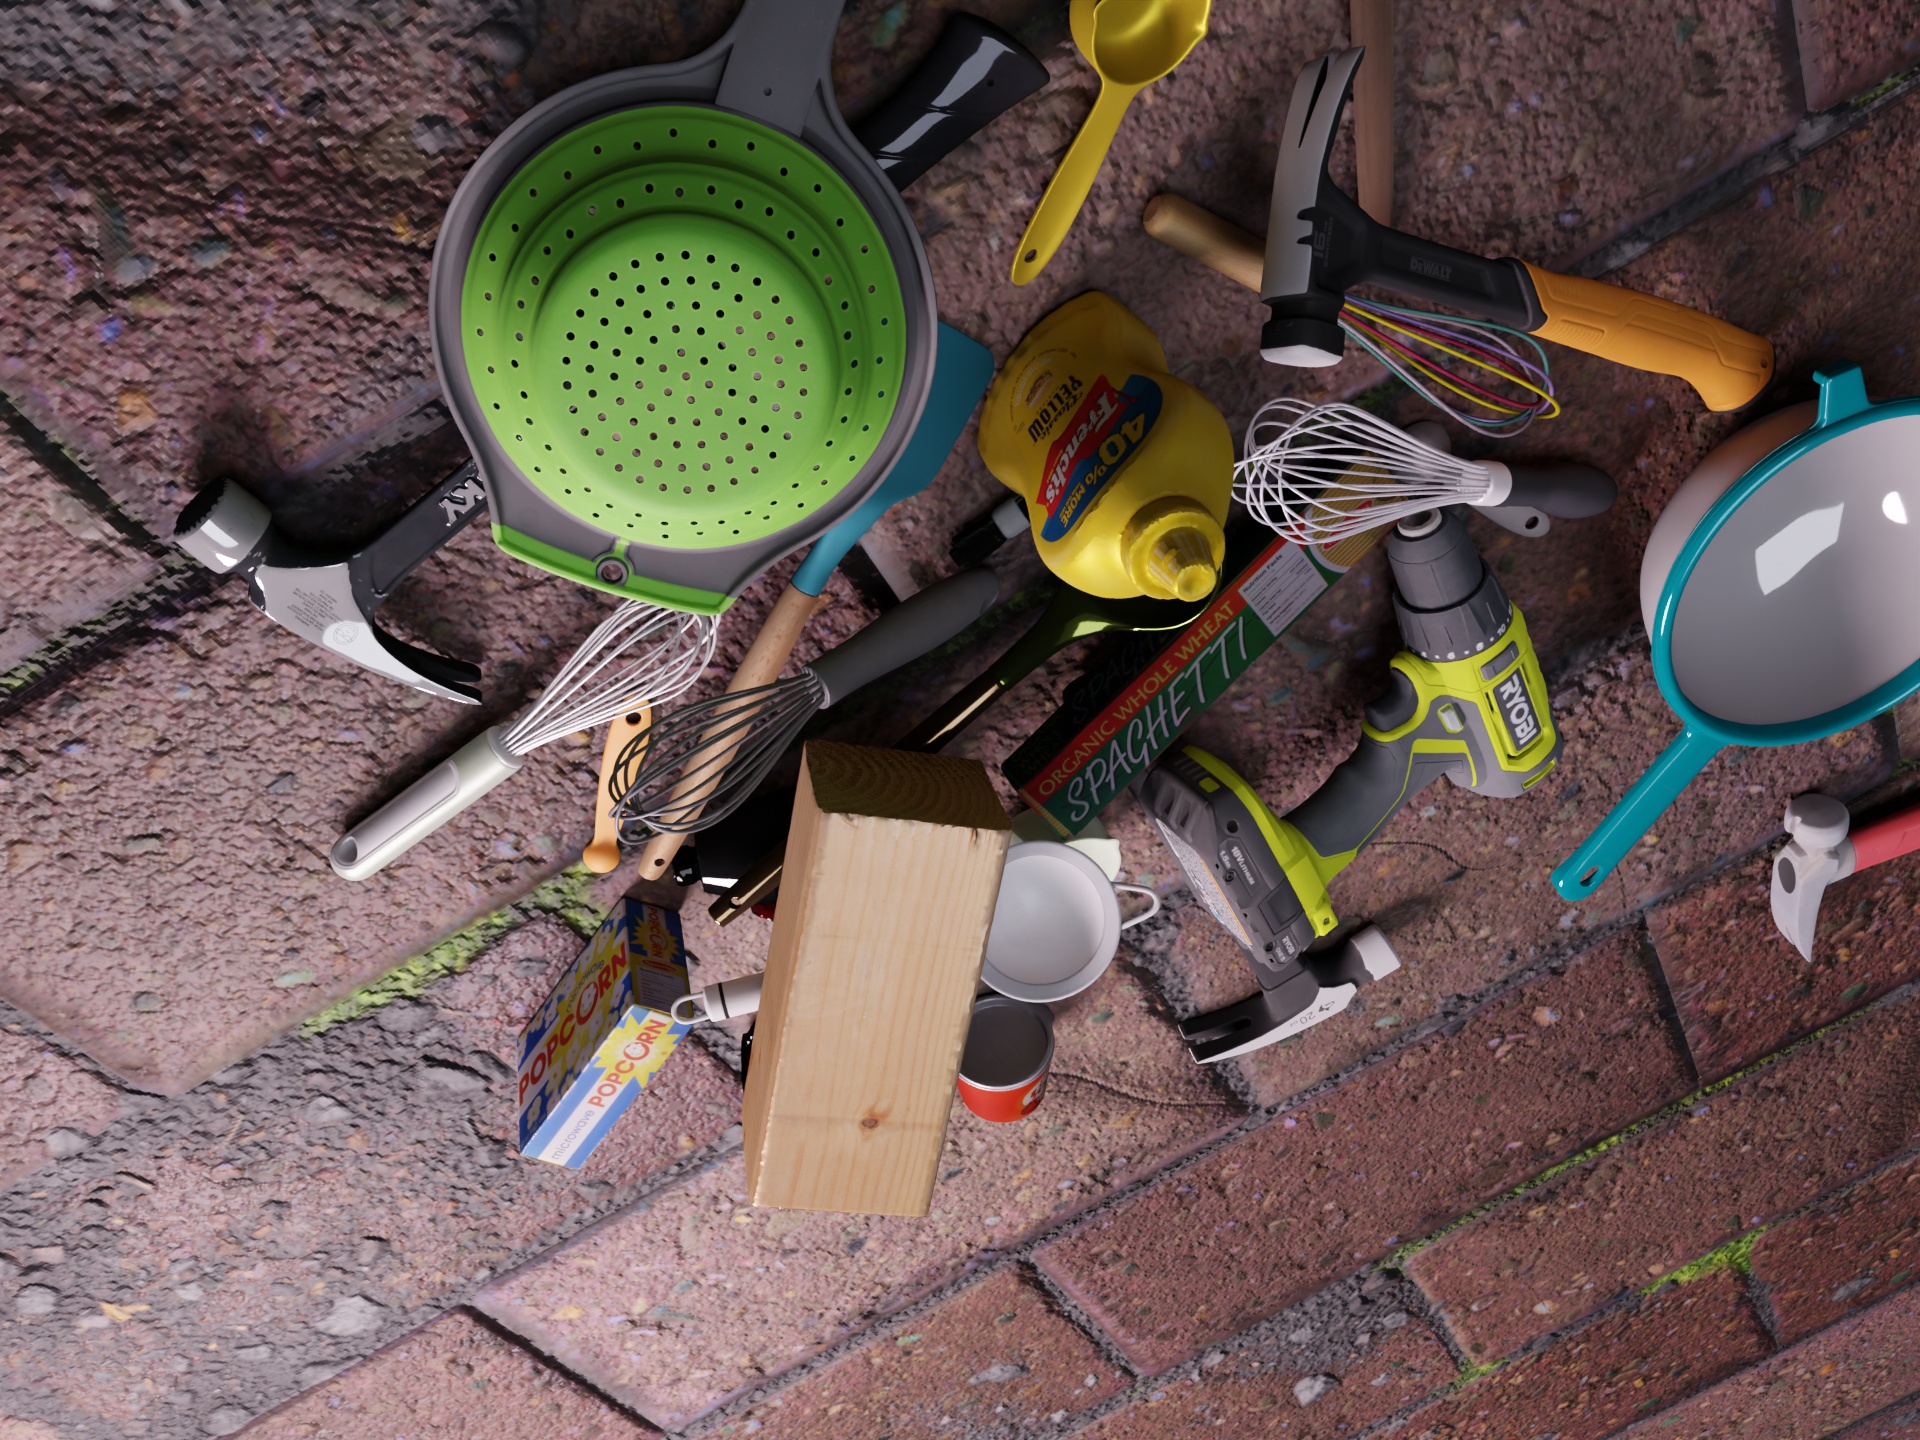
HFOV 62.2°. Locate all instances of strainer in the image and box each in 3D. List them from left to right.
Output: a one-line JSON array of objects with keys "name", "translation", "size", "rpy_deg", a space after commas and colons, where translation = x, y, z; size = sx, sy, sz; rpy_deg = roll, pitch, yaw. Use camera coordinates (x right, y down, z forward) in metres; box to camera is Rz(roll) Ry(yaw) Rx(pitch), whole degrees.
[{"name": "strainer", "translation": [-0.024, 0.120, 0.834], "size": [0.258, 0.050, 0.087], "rpy_deg": [-13, 96, -7]}, {"name": "strainer", "translation": [0.430, -0.047, 0.900], "size": [0.211, 0.095, 0.340], "rpy_deg": [16, 121, -23]}]

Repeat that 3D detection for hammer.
[{"name": "hammer", "translation": [-0.133, -0.156, 0.684], "size": [0.409, 0.036, 0.149], "rpy_deg": [-36, 128, 10]}, {"name": "hammer", "translation": [0.145, 0.088, 0.949], "size": [0.146, 0.035, 0.334], "rpy_deg": [-32, 128, 7]}, {"name": "hammer", "translation": [0.275, -0.202, 0.741], "size": [0.336, 0.034, 0.127], "rpy_deg": [4, 94, -33]}, {"name": "hammer", "translation": [0.749, 0.050, 1.103], "size": [0.386, 0.038, 0.143], "rpy_deg": [-21, 130, -2]}]

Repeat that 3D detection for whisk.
[{"name": "whisk", "translation": [-0.216, 0.009, 0.775], "size": [0.246, 0.058, 0.059], "rpy_deg": [-34, 159, 14]}, {"name": "whisk", "translation": [-0.067, -0.013, 0.746], "size": [0.239, 0.055, 0.055], "rpy_deg": [-34, 135, -31]}, {"name": "whisk", "translation": [0.192, -0.192, 0.753], "size": [0.244, 0.047, 0.051], "rpy_deg": [19, 119, -24]}, {"name": "whisk", "translation": [0.238, -0.119, 0.785], "size": [0.284, 0.070, 0.070], "rpy_deg": [-2, 128, -36]}]

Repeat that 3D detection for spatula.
[{"name": "spatula", "translation": [-0.087, -0.049, 0.767], "size": [0.082, 0.044, 0.317], "rpy_deg": [18, 117, -30]}]

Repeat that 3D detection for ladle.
[{"name": "ladle", "translation": [-0.001, -0.003, 0.788], "size": [0.320, 0.062, 0.078], "rpy_deg": [-40, 94, 0]}]

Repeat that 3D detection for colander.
[{"name": "colander", "translation": [-0.076, -0.213, 0.586], "size": [0.204, 0.095, 0.397], "rpy_deg": [17, 110, -16]}]

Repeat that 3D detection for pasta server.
[{"name": "pasta server", "translation": [0.169, -0.333, 0.644], "size": [0.060, 0.040, 0.315], "rpy_deg": [-18, 130, -6]}]

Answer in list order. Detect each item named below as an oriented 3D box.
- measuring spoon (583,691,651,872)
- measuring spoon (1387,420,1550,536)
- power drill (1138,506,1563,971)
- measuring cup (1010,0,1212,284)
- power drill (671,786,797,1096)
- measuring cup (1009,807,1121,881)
[{"name": "measuring spoon", "translation": [-0.178, 0.035, 0.825], "size": [0.021, 0.011, 0.116], "rpy_deg": [6, 123, -21]}, {"name": "measuring spoon", "translation": [0.276, -0.122, 0.844], "size": [0.124, 0.018, 0.034], "rpy_deg": [22, 116, -30]}, {"name": "power drill", "translation": [0.215, 0.010, 0.866], "size": [0.228, 0.080, 0.190], "rpy_deg": [-38, 125, -6]}, {"name": "measuring cup", "translation": [0.051, -0.257, 0.675], "size": [0.062, 0.029, 0.156], "rpy_deg": [-8, 143, -37]}, {"name": "power drill", "translation": [-0.080, 0.132, 0.889], "size": [0.143, 0.079, 0.219], "rpy_deg": [-10, 124, -12]}, {"name": "measuring cup", "translation": [0.025, 0.061, 0.870], "size": [0.083, 0.038, 0.167], "rpy_deg": [-38, 139, 13]}]
